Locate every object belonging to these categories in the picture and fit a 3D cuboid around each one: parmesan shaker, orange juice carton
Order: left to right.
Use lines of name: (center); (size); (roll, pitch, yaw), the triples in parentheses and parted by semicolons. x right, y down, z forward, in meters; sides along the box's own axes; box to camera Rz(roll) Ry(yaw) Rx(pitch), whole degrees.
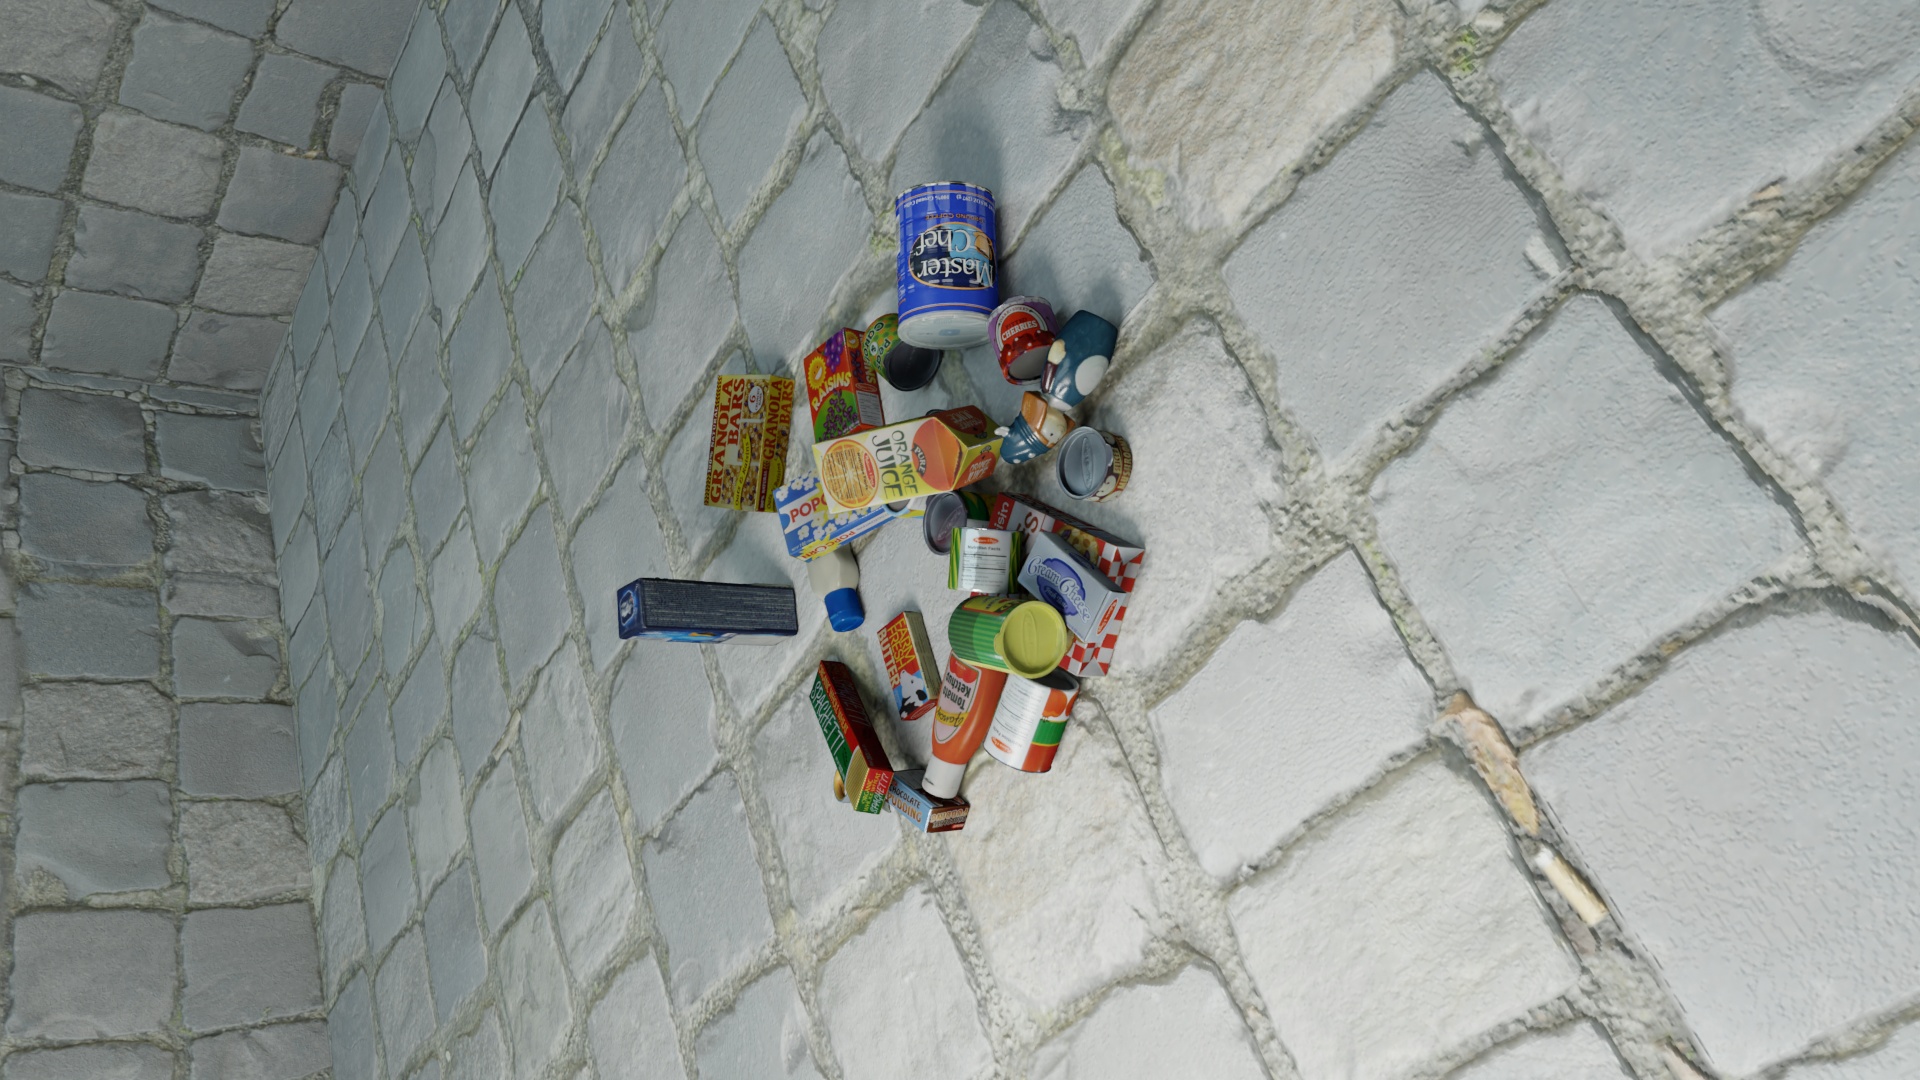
orange juice carton: (-0.041, -0.080, 1.327); (0.192, 0.072, 0.073); (-10, 97, 34)
parmesan shaker: (0.037, 0.083, 1.225); (0.103, 0.071, 0.071); (3, 87, 63)

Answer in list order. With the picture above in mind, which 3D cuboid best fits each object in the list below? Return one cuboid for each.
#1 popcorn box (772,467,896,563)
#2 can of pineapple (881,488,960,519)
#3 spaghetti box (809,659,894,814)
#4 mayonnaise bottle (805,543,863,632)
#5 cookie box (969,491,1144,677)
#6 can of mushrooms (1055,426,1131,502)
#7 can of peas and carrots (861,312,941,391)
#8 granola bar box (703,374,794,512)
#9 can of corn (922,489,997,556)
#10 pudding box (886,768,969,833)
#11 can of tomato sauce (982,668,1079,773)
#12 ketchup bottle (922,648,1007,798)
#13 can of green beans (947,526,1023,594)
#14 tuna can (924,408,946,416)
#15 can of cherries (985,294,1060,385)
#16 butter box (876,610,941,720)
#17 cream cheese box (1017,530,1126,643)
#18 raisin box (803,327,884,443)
popcorn box: (-0.135, -0.041, 1.514); (0.126, 0.038, 0.085); (-27, 64, 18)
can of pineapple: (-0.044, -0.055, 1.426); (0.071, 0.058, 0.071); (-8, 79, 49)
spaghetti box: (-0.116, 0.198, 1.438); (0.251, 0.029, 0.050); (-128, 55, -64)
mayonnaise bottle: (-0.143, 0.029, 1.546); (0.064, 0.041, 0.148); (-37, 59, 33)
cookie box: (0.082, 0.037, 1.279); (0.168, 0.040, 0.122); (28, 106, 48)
can of mushrooms: (0.122, -0.068, 1.252); (0.071, 0.033, 0.071); (-10, 77, 49)
can of peas and carrots: (-0.065, -0.199, 1.461); (0.059, 0.071, 0.070); (44, 118, 44)
granola bar box: (-0.260, -0.119, 1.704); (0.124, 0.039, 0.165); (7, 90, 49)
can of corn: (0.005, -0.017, 1.363); (0.071, 0.058, 0.071); (-8, 79, 49)
pudding box: (-0.036, 0.258, 1.381); (0.084, 0.050, 0.030); (28, 108, 48)
can of tomato sauce: (0.066, 0.159, 1.265); (0.071, 0.071, 0.083); (33, 110, 47)
ketchup bottle: (0.000, 0.177, 1.354); (0.065, 0.043, 0.148); (30, 109, 48)
can of green beans: (0.023, 0.018, 1.267); (0.071, 0.071, 0.058); (3, 89, 50)
tuna can: (-0.014, -0.096, 1.389); (0.032, 0.071, 0.071); (-54, 48, 32)
can of cherries: (0.062, -0.189, 1.310); (0.071, 0.071, 0.058); (-40, 56, 39)
butter box: (-0.052, 0.129, 1.436); (0.053, 0.024, 0.104); (-40, 56, 38)
cream cheese box: (0.095, 0.040, 1.214); (0.104, 0.024, 0.053); (43, 116, 42)
raisin box: (-0.133, -0.165, 1.561); (0.085, 0.040, 0.124); (-31, 62, 44)
